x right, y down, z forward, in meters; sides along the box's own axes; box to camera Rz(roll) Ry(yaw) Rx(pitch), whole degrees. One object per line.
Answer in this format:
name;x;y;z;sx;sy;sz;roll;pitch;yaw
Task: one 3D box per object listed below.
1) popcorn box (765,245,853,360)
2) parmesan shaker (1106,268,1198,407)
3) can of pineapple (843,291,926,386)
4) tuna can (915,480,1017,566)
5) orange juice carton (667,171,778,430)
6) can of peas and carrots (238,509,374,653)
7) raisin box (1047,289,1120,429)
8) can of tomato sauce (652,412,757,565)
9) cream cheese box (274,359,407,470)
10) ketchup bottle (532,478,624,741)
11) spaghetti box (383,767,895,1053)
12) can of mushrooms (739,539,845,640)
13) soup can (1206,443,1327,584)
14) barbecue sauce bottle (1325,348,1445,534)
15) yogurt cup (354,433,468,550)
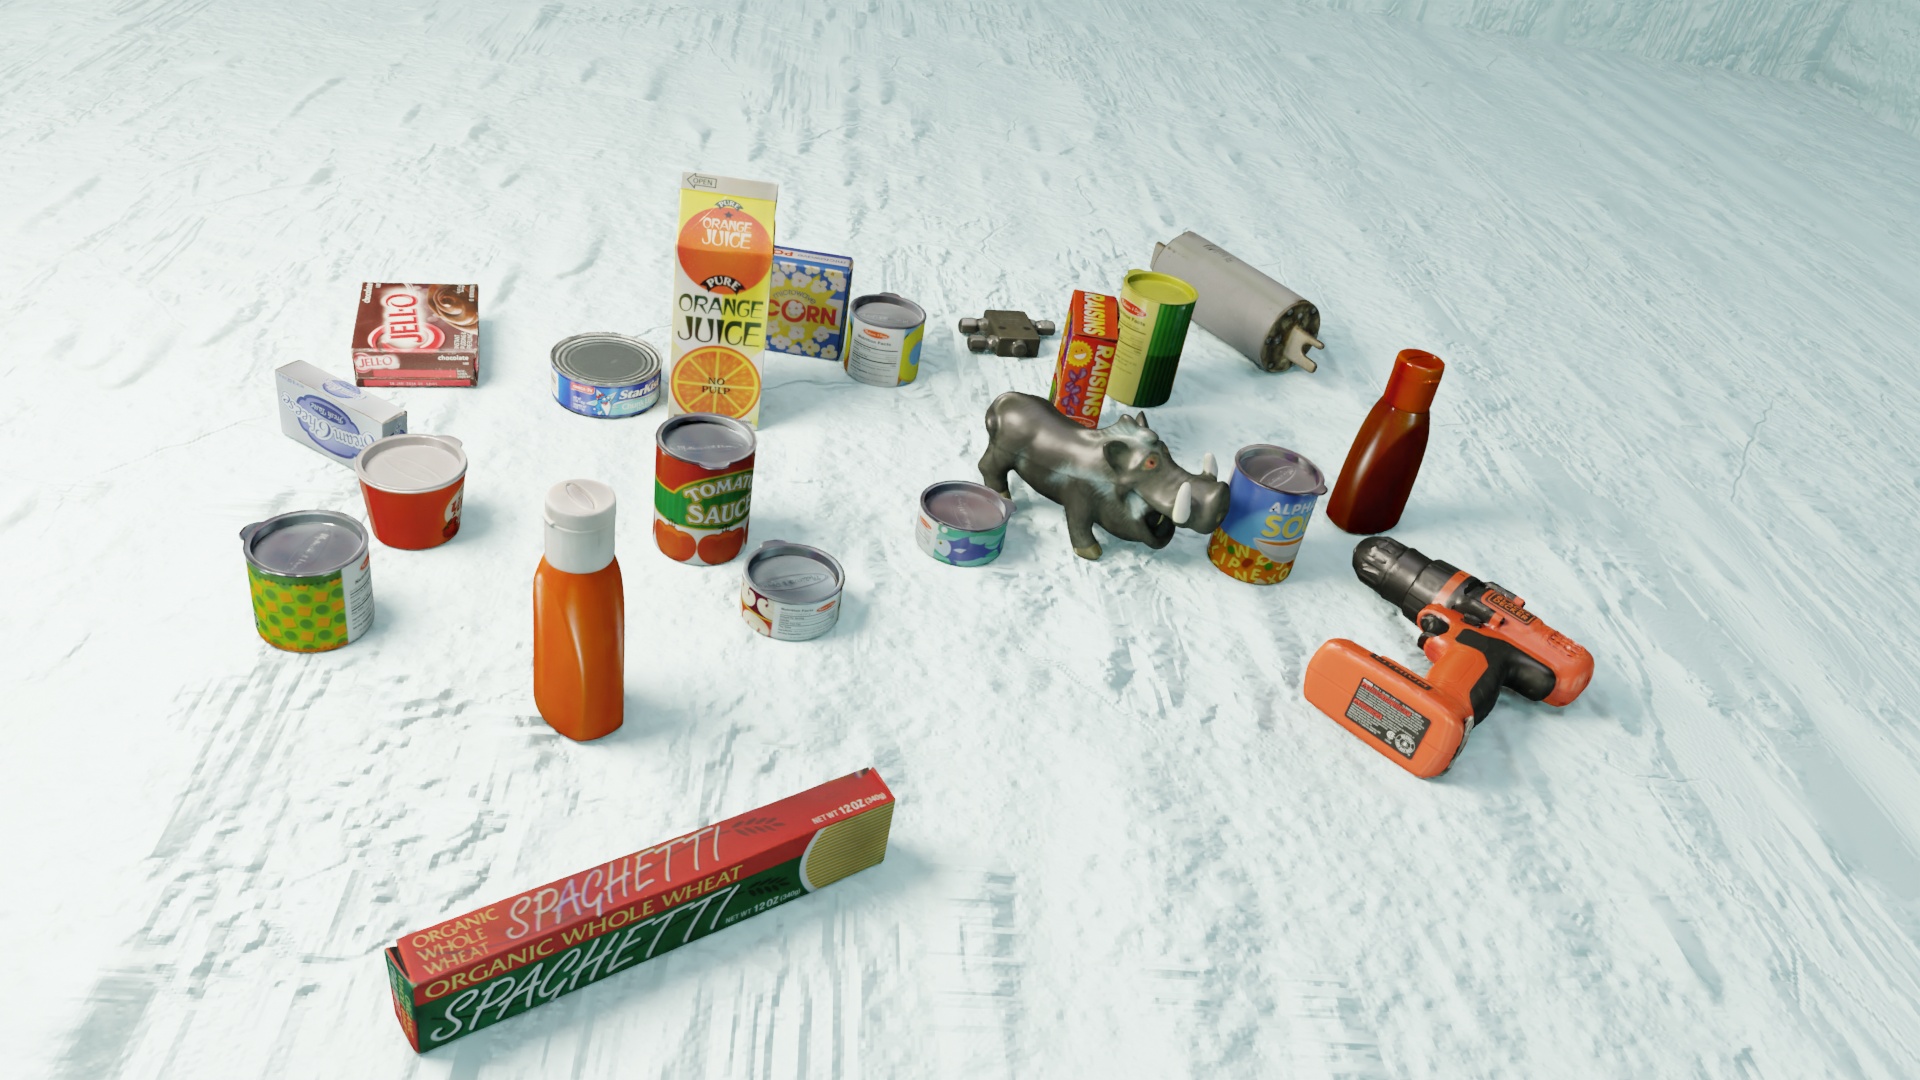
popcorn box;-0.160;-0.209;1.196;0.127;0.084;0.038;8;34;-4
parmesan shaker;0.164;-0.179;1.228;0.071;0.102;0.072;8;34;-5
can of pineapple;-0.065;-0.173;1.195;0.071;0.057;0.071;8;34;-5
tuna can;0.004;-0.013;1.001;0.071;0.032;0.071;8;34;-5
orange juice carton;-0.182;-0.186;1.060;0.072;0.191;0.073;4;34;-10
can of peas and carrots;-0.383;0.023;0.815;0.071;0.058;0.071;8;34;-5
raisin box;0.096;-0.127;1.114;0.040;0.122;0.086;11;34;-1
can of tomato sauce;-0.172;-0.033;0.936;0.071;0.082;0.071;8;34;-5
cream cheese box;-0.427;-0.082;0.961;0.104;0.053;0.024;24;36;19
ketchup bottle;-0.210;0.037;0.763;0.044;0.148;0.065;-19;44;-37
spaghetti box;-0.144;0.173;0.671;0.251;0.049;0.029;-15;42;-33
can of mushrooms;-0.111;0.032;0.903;0.071;0.033;0.071;8;34;-5
soup can;0.226;-0.017;1.025;0.071;0.083;0.072;8;34;-5
barbecue sauce bottle;0.336;-0.076;1.086;0.065;0.147;0.044;-8;38;-26
yogurt cup;-0.356;-0.030;0.906;0.072;0.053;0.073;8;34;-5
